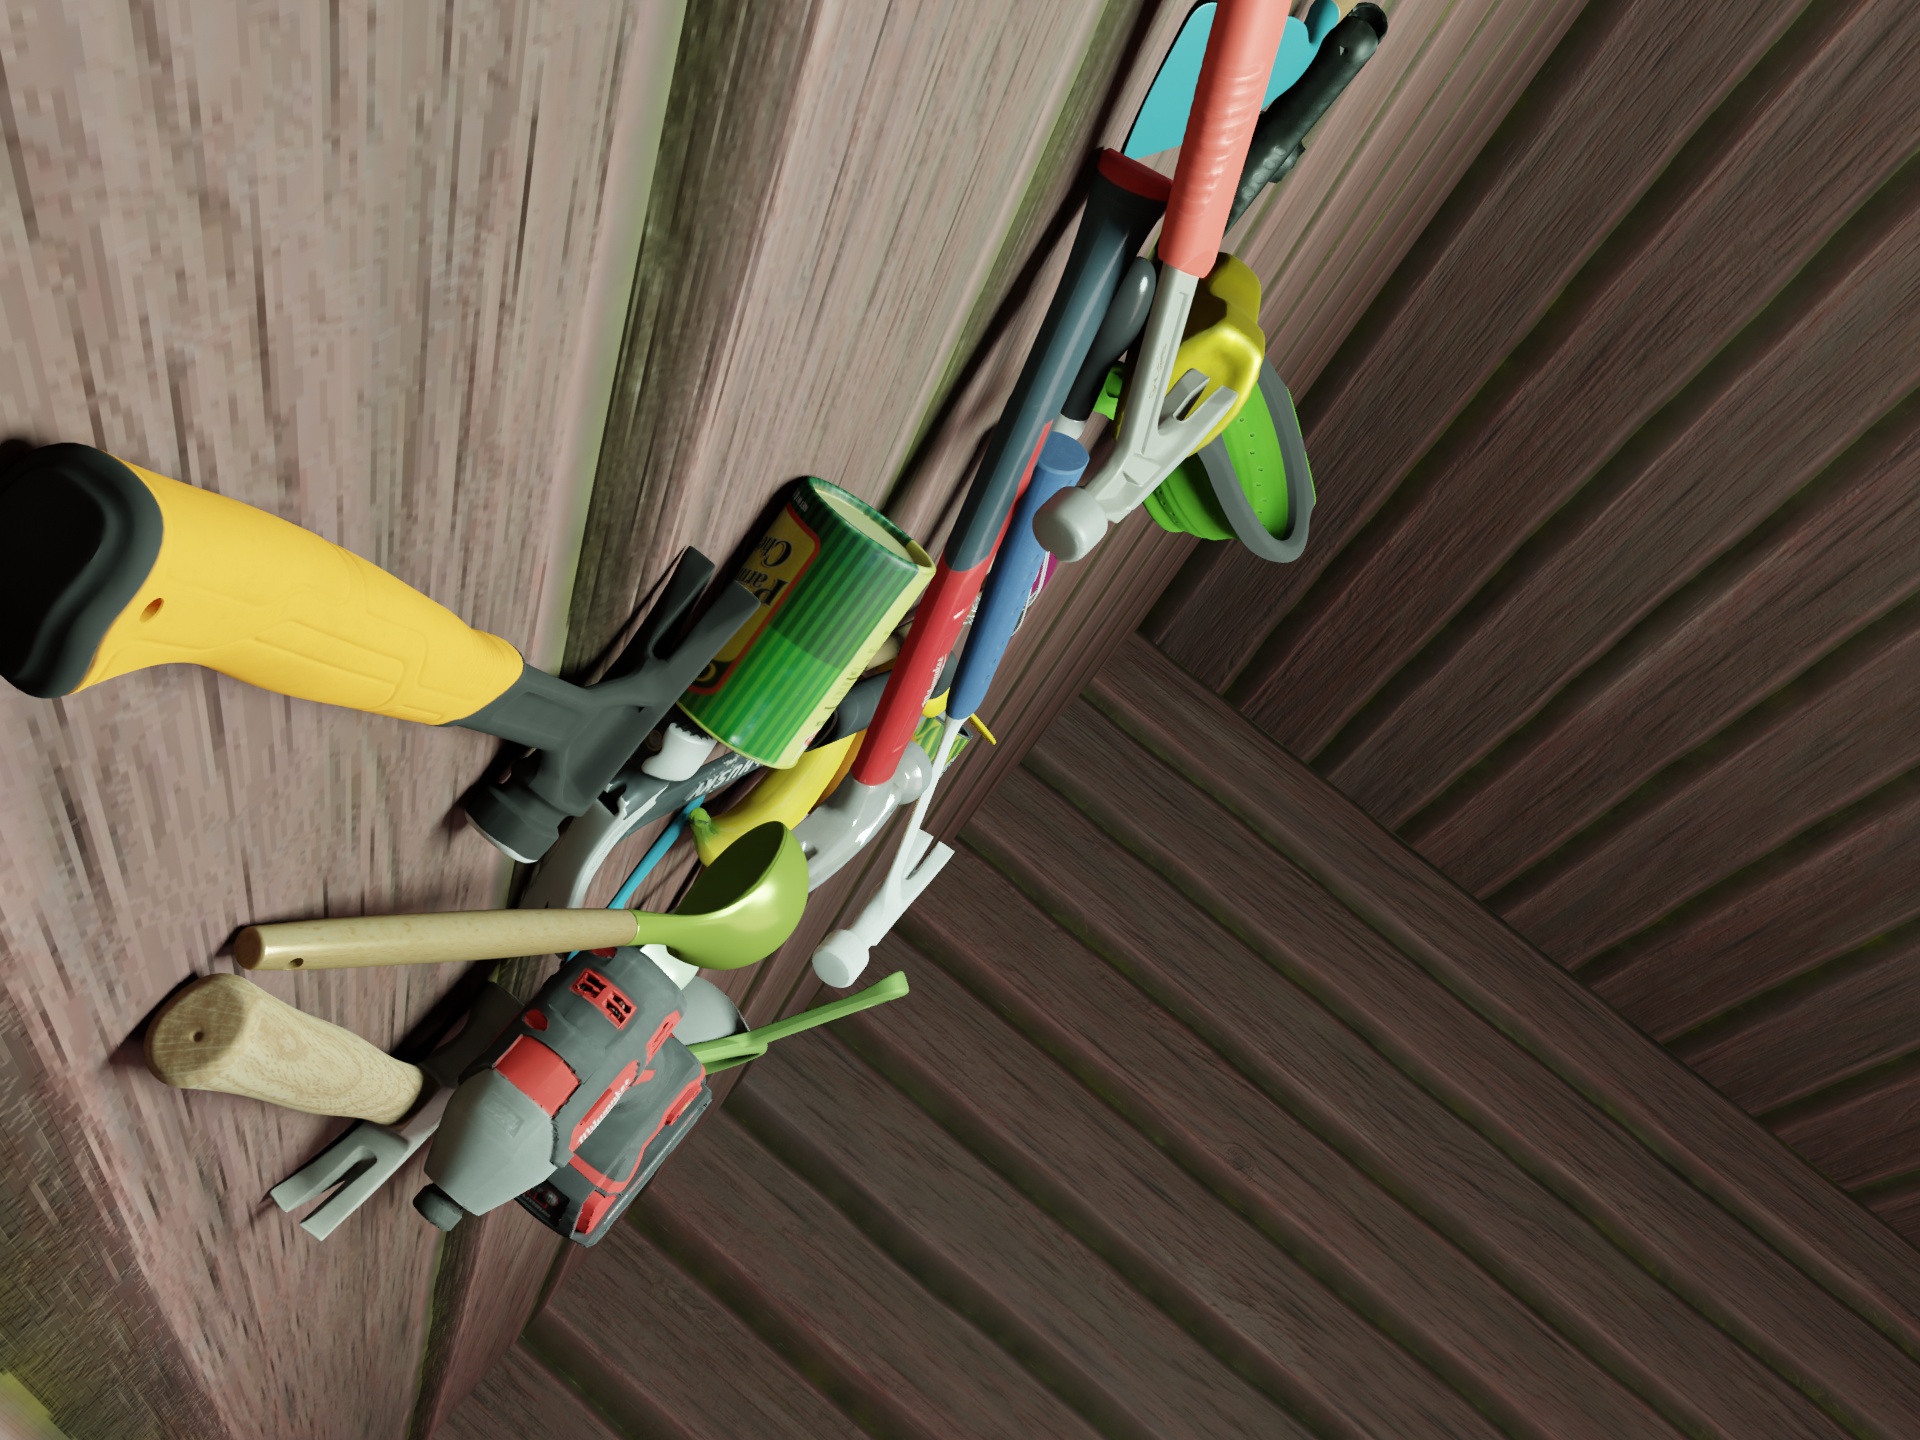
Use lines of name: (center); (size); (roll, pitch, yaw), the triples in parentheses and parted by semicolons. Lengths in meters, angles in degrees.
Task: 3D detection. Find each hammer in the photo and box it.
hammer: (-0.090, 0.012, 0.853); (0.149, 0.036, 0.409); (-52, 171, 22)
hammer: (0.104, -0.220, 0.654); (0.149, 0.037, 0.358); (-47, 162, -29)
hammer: (-0.239, 0.139, 0.613); (0.130, 0.031, 0.331); (-50, 174, -17)
hammer: (-0.133, -0.019, 0.420); (0.127, 0.034, 0.337); (-50, 174, -2)
hammer: (0.001, -0.083, 0.765); (0.143, 0.038, 0.386); (-41, 160, -56)
hammer: (-0.002, -0.003, 0.992); (0.144, 0.035, 0.405); (-47, 164, -49)

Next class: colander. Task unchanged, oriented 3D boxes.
colander: (0.147, -0.205, 1.152); (0.094, 0.204, 0.397); (-15, 175, 29)

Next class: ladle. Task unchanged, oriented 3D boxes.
ladle: (-0.153, 0.071, 0.618); (0.078, 0.062, 0.320); (-39, 161, 16)

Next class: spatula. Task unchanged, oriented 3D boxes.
spatula: (0.177, -0.360, 0.771); (0.318, 0.044, 0.082); (-53, 176, -36)

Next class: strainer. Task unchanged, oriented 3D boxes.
strainer: (-0.155, 0.180, 0.996); (0.256, 0.069, 0.151); (-21, 166, 15)

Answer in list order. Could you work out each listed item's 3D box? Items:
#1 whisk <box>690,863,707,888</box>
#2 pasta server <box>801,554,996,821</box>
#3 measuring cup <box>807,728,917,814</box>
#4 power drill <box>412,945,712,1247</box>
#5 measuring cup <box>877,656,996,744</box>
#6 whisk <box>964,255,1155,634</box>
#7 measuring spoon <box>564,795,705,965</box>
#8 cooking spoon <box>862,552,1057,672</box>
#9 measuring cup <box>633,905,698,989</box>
whisk: (-0.195, 0.158, 1.067); (0.051, 0.047, 0.245); (-42, 165, -55)
pasta server: (-0.059, -0.012, 1.126); (0.316, 0.040, 0.060); (-54, 175, -6)
measuring cup: (-0.051, 0.038, 1.088); (0.095, 0.052, 0.173); (-60, 154, 5)
power drill: (-0.192, 0.191, 0.779); (0.143, 0.078, 0.219); (-50, 171, -20)
measuring cup: (-0.013, -0.007, 1.116); (0.029, 0.062, 0.156); (-47, 147, -2)
whisk: (0.051, -0.155, 0.945); (0.070, 0.070, 0.284); (-45, 167, -45)
measuring spoon: (-0.175, 0.095, 0.886); (0.128, 0.021, 0.042); (-52, 174, 9)
cooking spoon: (0.001, -0.075, 1.083); (0.319, 0.017, 0.068); (-31, 149, -58)
measuring cup: (-0.154, 0.125, 0.951); (0.167, 0.038, 0.083); (-37, -172, -17)
